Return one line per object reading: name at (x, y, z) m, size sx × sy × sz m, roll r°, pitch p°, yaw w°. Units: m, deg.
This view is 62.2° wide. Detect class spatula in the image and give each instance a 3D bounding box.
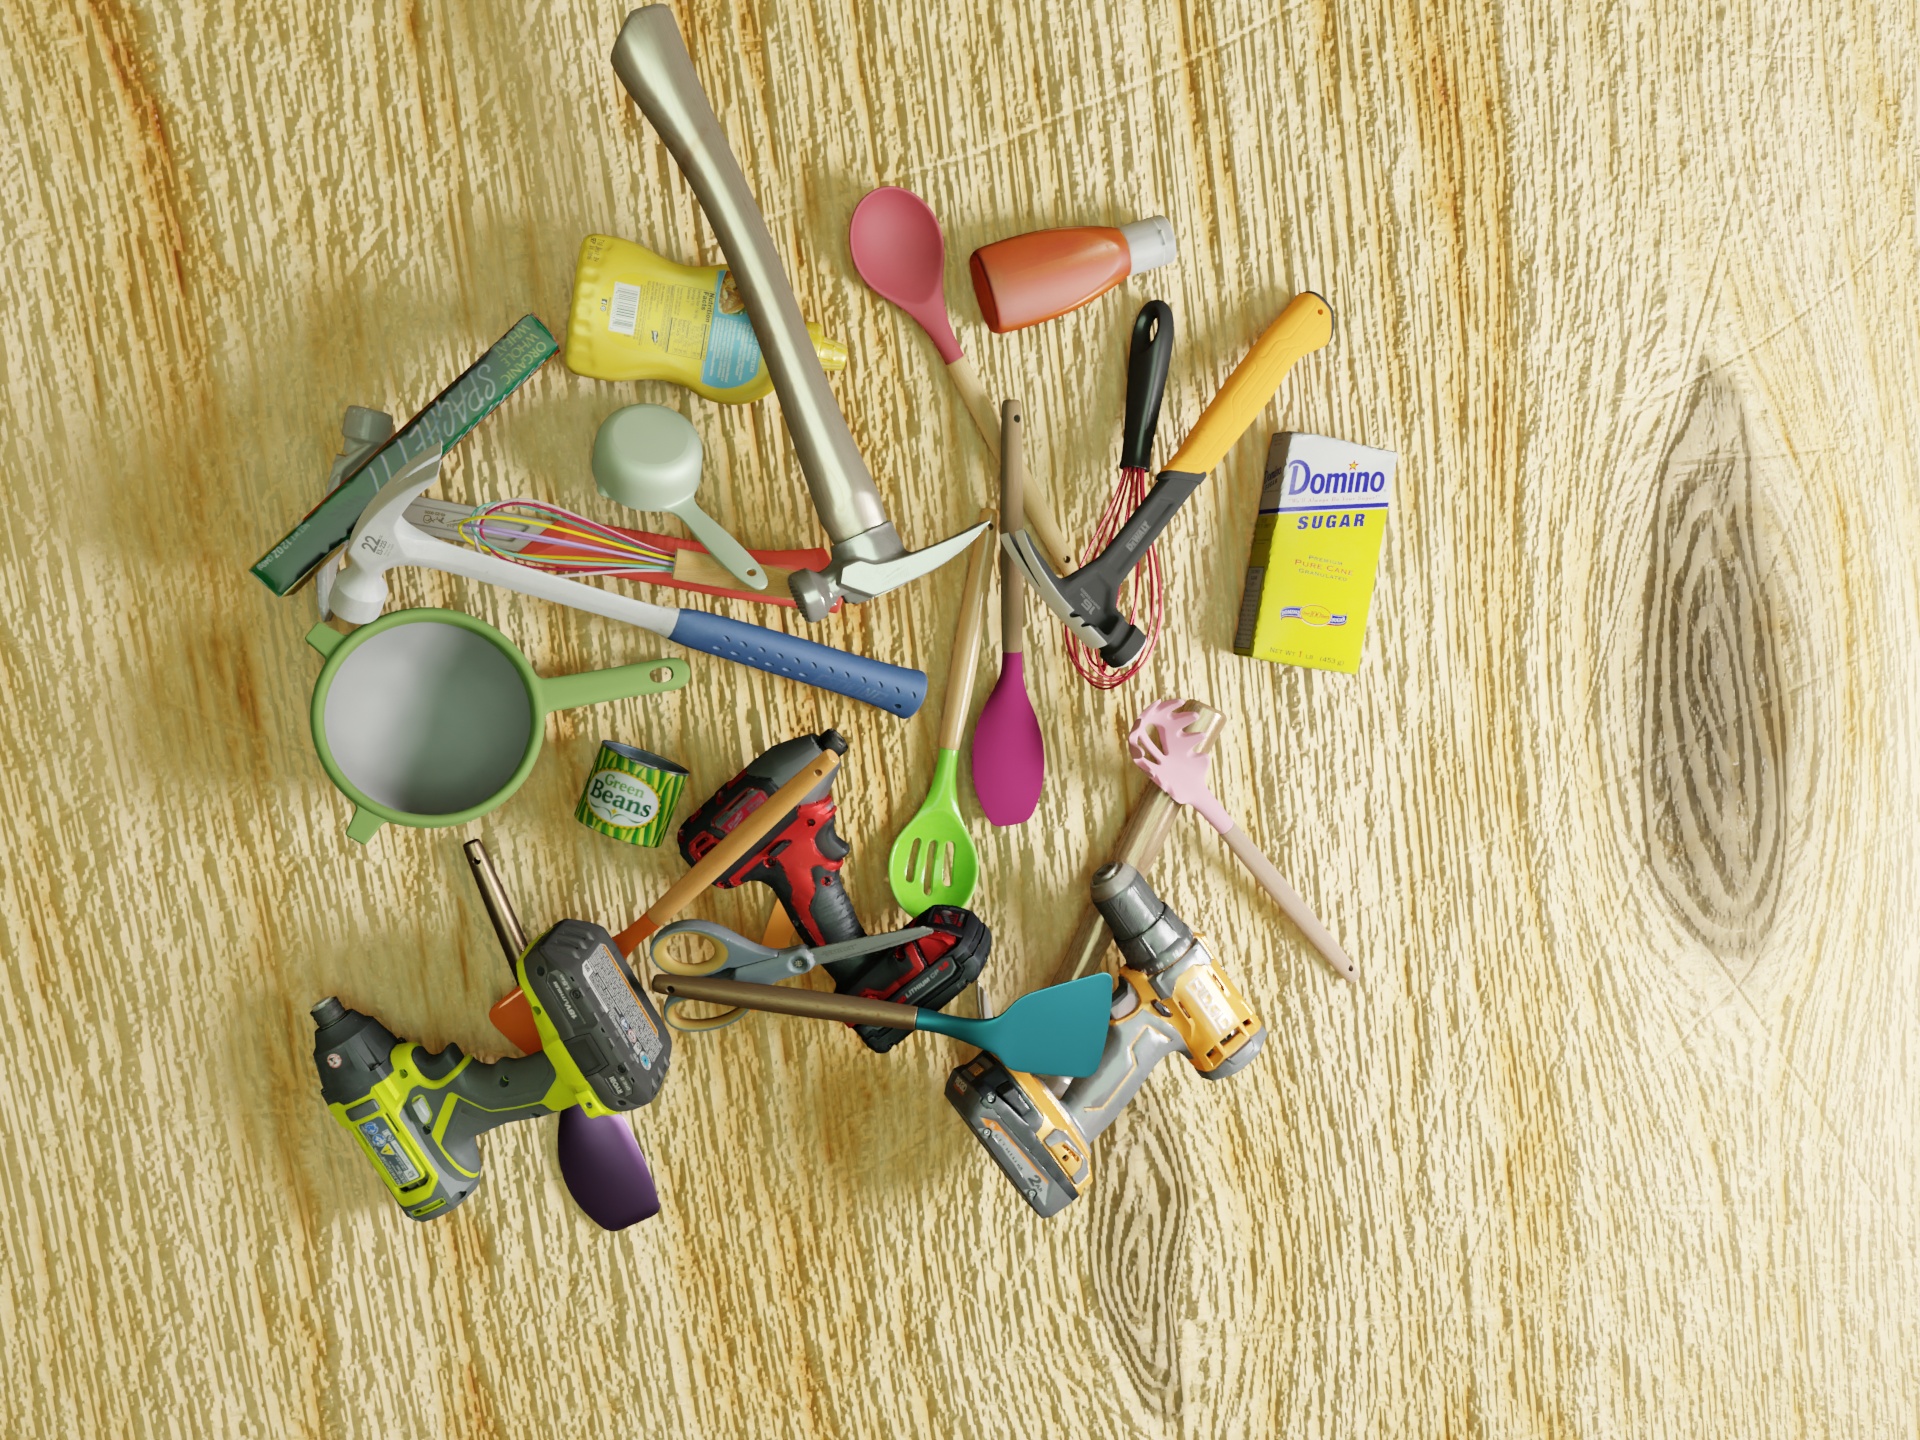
spatula at (-0.200, 0.129, 1.114) m, size 0.322 × 0.041 × 0.081 m, roll -42°, pitch 108°, yaw 18°
spatula at (-0.299, 0.233, 1.162) m, size 0.060 × 0.018 × 0.316 m, roll -20°, pitch 101°, yaw -7°
spatula at (-0.055, 0.199, 1.102) m, size 0.317 × 0.044 × 0.082 m, roll 8°, pitch 109°, yaw 3°

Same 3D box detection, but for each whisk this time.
whisk at (-0.220, -0.112, 1.097) m, size 0.245 × 0.051 × 0.047 m, roll 9°, pitch 128°, yaw -16°
whisk at (0.128, -0.169, 1.192) m, size 0.073 × 0.073 × 0.296 m, roll 8°, pitch 89°, yaw -13°

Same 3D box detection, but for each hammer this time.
hammer at (-0.205, -0.073, 1.086) m, size 0.405 × 0.035 × 0.144 m, roll 16°, pitch 132°, yaw -27°
hammer at (-0.119, -0.281, 1.076) m, size 0.146 × 0.038 × 0.410 m, roll -25°, pitch 99°, yaw -11°
hammer at (0.117, 0.136, 1.234) m, size 0.130 × 0.031 × 0.331 m, roll 26°, pitch 90°, yaw -14°
hammer at (-0.261, -0.113, 1.124) m, size 0.359 × 0.037 × 0.149 m, roll 10°, pitch 94°, yaw -13°
hammer at (0.169, -0.200, 1.163) m, size 0.127 × 0.034 × 0.337 m, roll 45°, pitch 70°, yaw -17°

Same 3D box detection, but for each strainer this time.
strainer at (-0.319, -0.008, 1.115) m, size 0.256 × 0.069 × 0.151 m, roll -12°, pitch 84°, yaw -25°

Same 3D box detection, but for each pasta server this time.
pasta server at (0.225, 0.101, 1.229) m, size 0.316 × 0.040 × 0.060 m, roll 48°, pitch 69°, yaw -22°

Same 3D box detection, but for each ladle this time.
ladle at (0.010, -0.243, 1.173) m, size 0.069 × 0.031 × 0.315 m, roll -31°, pitch 103°, yaw -5°

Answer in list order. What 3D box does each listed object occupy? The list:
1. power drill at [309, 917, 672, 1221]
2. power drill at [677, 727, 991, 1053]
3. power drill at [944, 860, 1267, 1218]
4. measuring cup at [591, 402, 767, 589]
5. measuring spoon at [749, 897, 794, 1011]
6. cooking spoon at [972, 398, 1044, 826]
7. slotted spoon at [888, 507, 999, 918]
power drill at (-0.331, 0.234, 1.103) m, size 0.223 × 0.080 × 0.171 m, roll -25°, pitch 102°, yaw 12°
power drill at (-0.084, 0.116, 1.145) m, size 0.143 × 0.078 × 0.219 m, roll -41°, pitch 94°, yaw 12°
power drill at (0.097, 0.232, 1.184) m, size 0.226 × 0.084 × 0.185 m, roll -37°, pitch 102°, yaw -11°
measuring cup at (-0.186, -0.155, 1.092) m, size 0.083 × 0.038 × 0.168 m, roll -35°, pitch 71°, yaw -31°
measuring spoon at (-0.138, 0.163, 1.195) m, size 0.021 × 0.011 × 0.117 m, roll 22°, pitch 88°, yaw -9°
cooking spoon at (0.038, -0.077, 1.185) m, size 0.068 × 0.017 × 0.319 m, roll -7°, pitch 101°, yaw -35°
slotted spoon at (-0.002, -0.004, 1.197) m, size 0.070 × 0.031 × 0.314 m, roll 9°, pitch 92°, yaw -13°
